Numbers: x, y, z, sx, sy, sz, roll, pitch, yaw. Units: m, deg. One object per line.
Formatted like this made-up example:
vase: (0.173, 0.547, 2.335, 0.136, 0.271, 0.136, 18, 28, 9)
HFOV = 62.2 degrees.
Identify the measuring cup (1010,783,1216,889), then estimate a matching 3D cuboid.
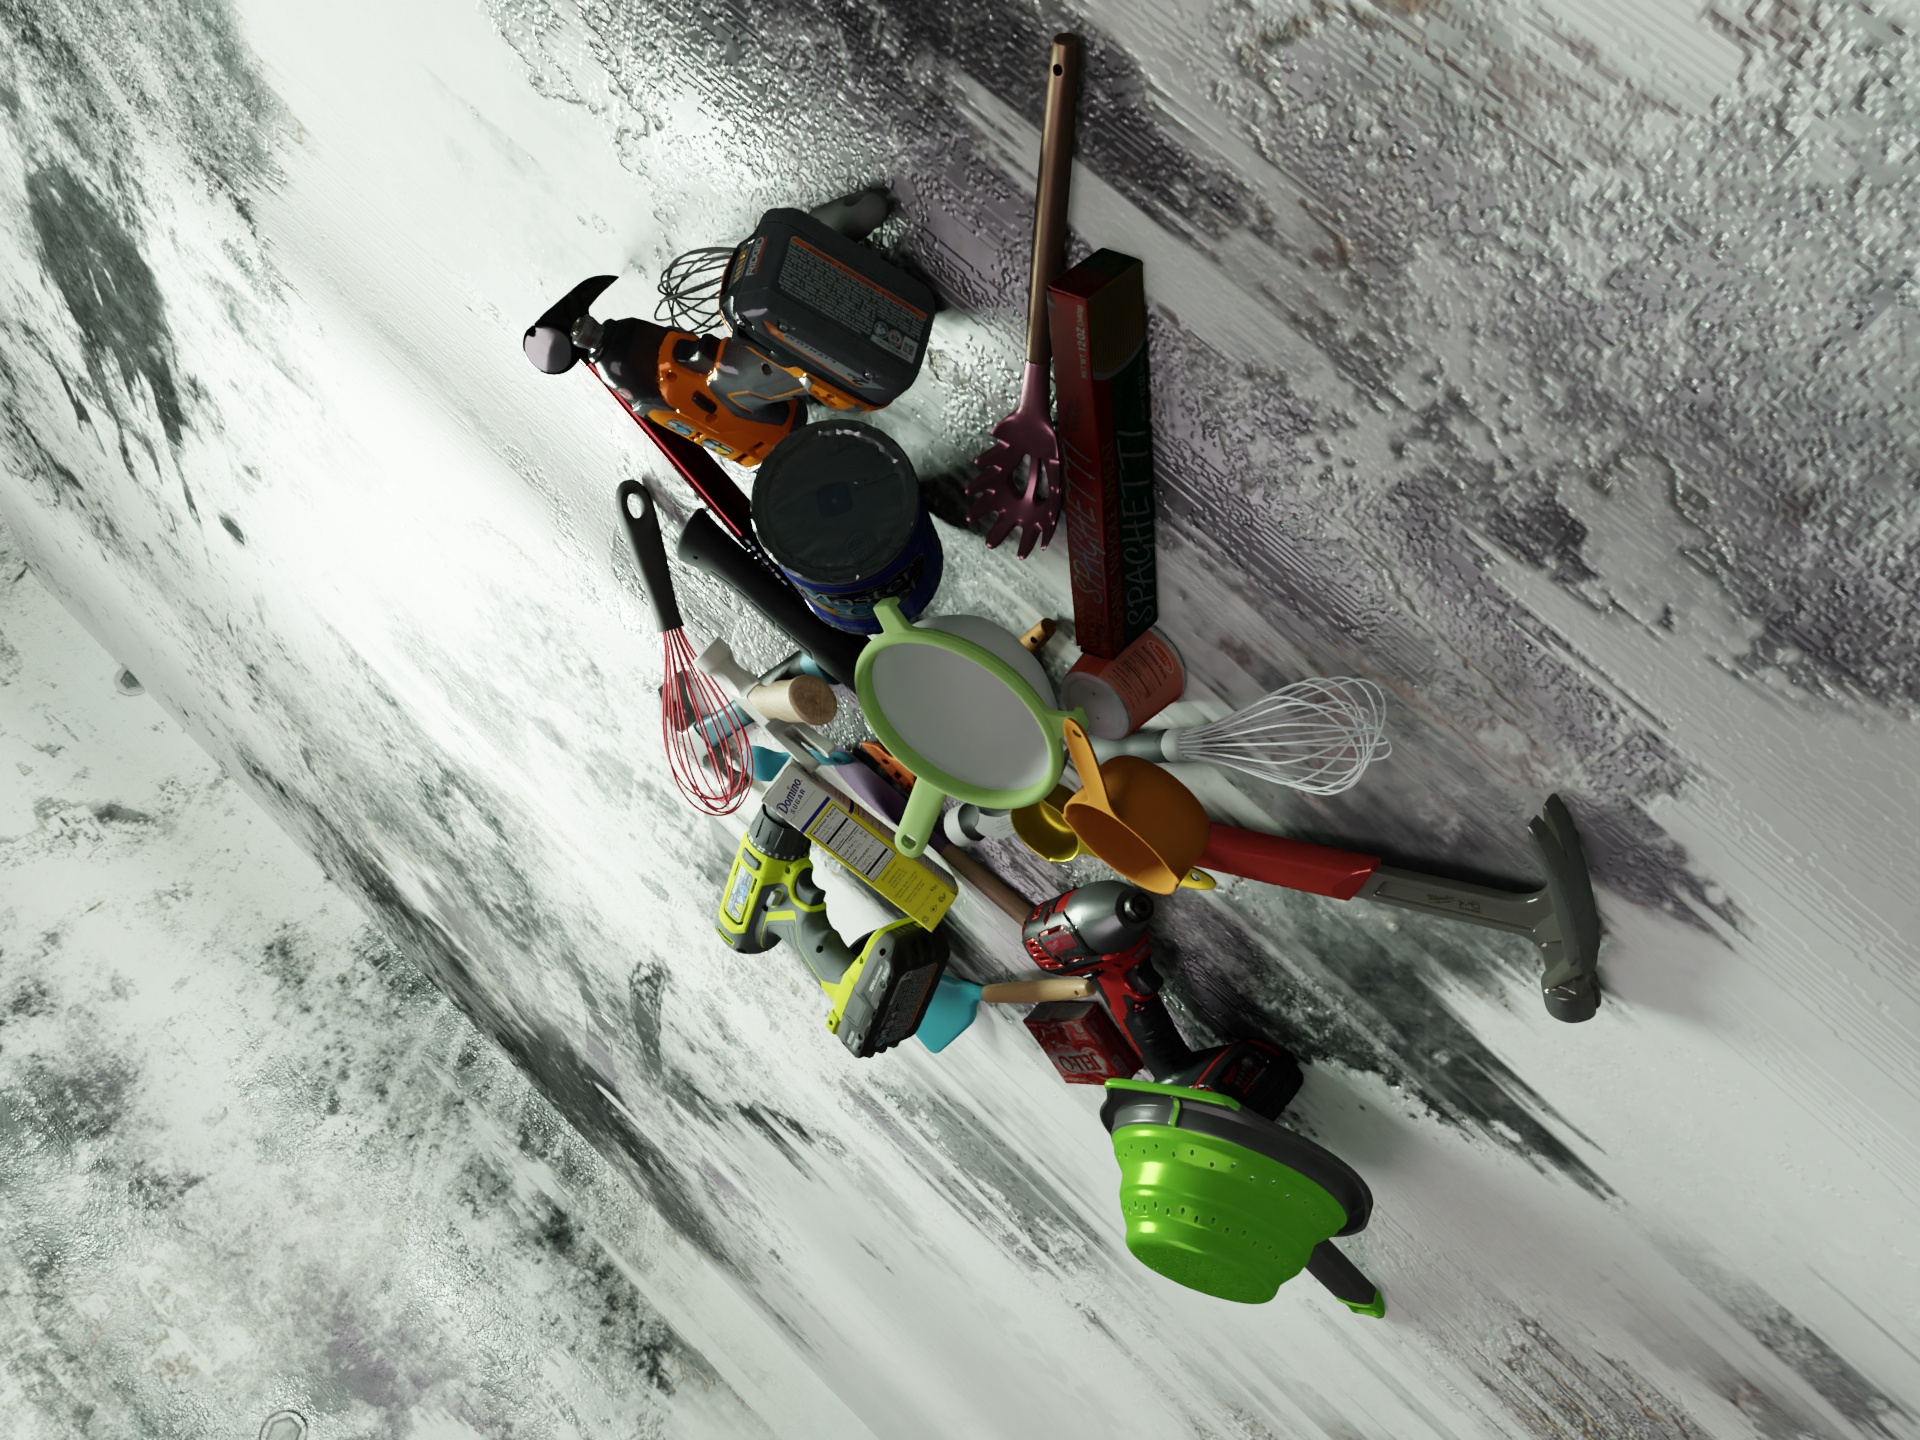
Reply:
measuring cup: (0.107, 0.081, 1.083, 0.157, 0.029, 0.062, 17, 136, 28)

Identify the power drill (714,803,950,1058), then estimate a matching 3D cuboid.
power drill: (-0.119, 0.170, 1.421, 0.229, 0.080, 0.190, 39, 122, 30)

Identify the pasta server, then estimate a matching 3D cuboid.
pasta server: (0.042, -0.220, 0.880, 0.060, 0.040, 0.316, 23, 141, 16)

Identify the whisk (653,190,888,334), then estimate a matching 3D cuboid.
whisk: (-0.124, -0.290, 1.003, 0.239, 0.055, 0.055, -5, 121, 49)

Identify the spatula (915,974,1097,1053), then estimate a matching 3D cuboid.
spatula: (0.030, 0.248, 1.399, 0.082, 0.044, 0.317, 54, 153, -6)

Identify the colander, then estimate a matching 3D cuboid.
colander: (0.225, 0.401, 1.188, 0.204, 0.094, 0.396, -1, 143, 40)

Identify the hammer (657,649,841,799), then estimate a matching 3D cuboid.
hammer: (-0.179, -0.014, 1.391, 0.128, 0.033, 0.331, 52, 149, -8)

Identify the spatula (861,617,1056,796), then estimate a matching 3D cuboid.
spatula: (-0.002, -0.004, 1.193, 0.081, 0.041, 0.322, 47, 145, 1)

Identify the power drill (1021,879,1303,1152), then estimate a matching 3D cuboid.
power drill: (0.149, 0.216, 1.200, 0.219, 0.078, 0.143, 52, 149, -2)

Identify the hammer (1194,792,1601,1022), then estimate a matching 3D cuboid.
hammer: (0.219, 0.086, 1.001, 0.359, 0.037, 0.149, 10, 133, 45)

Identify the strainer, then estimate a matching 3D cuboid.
strainer: (0.000, 0.011, 1.077, 0.151, 0.069, 0.256, 31, 146, 7)

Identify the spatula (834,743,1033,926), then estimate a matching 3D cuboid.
spatula: (0.007, 0.124, 1.326, 0.316, 0.018, 0.059, 38, 151, 18)

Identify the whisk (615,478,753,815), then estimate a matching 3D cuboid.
whisk: (-0.239, -0.059, 1.344, 0.073, 0.073, 0.295, -2, 107, 52)

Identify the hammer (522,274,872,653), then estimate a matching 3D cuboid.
hammer: (-0.159, -0.156, 1.169, 0.038, 0.143, 0.386, -33, 112, 21)

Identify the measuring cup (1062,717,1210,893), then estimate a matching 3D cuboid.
measuring cup: (0.103, 0.037, 0.982, 0.095, 0.052, 0.173, 27, 156, 37)

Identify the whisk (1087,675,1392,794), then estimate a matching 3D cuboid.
whisk: (0.158, 0.013, 0.984, 0.070, 0.070, 0.285, 57, 153, -15)

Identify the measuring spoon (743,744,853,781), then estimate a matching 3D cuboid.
measuring spoon: (-0.142, 0.040, 1.373, 0.129, 0.021, 0.042, -3, 142, 41)

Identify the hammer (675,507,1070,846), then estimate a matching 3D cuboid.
hammer: (-0.067, -0.032, 1.135, 0.334, 0.035, 0.146, 41, 143, -17)

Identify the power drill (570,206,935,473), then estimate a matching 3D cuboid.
power drill: (-0.137, -0.233, 0.993, 0.164, 0.084, 0.226, 24, 160, -29)

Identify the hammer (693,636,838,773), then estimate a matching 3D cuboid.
hammer: (-0.129, -0.012, 1.165, 0.130, 0.031, 0.331, 45, 171, -10)
